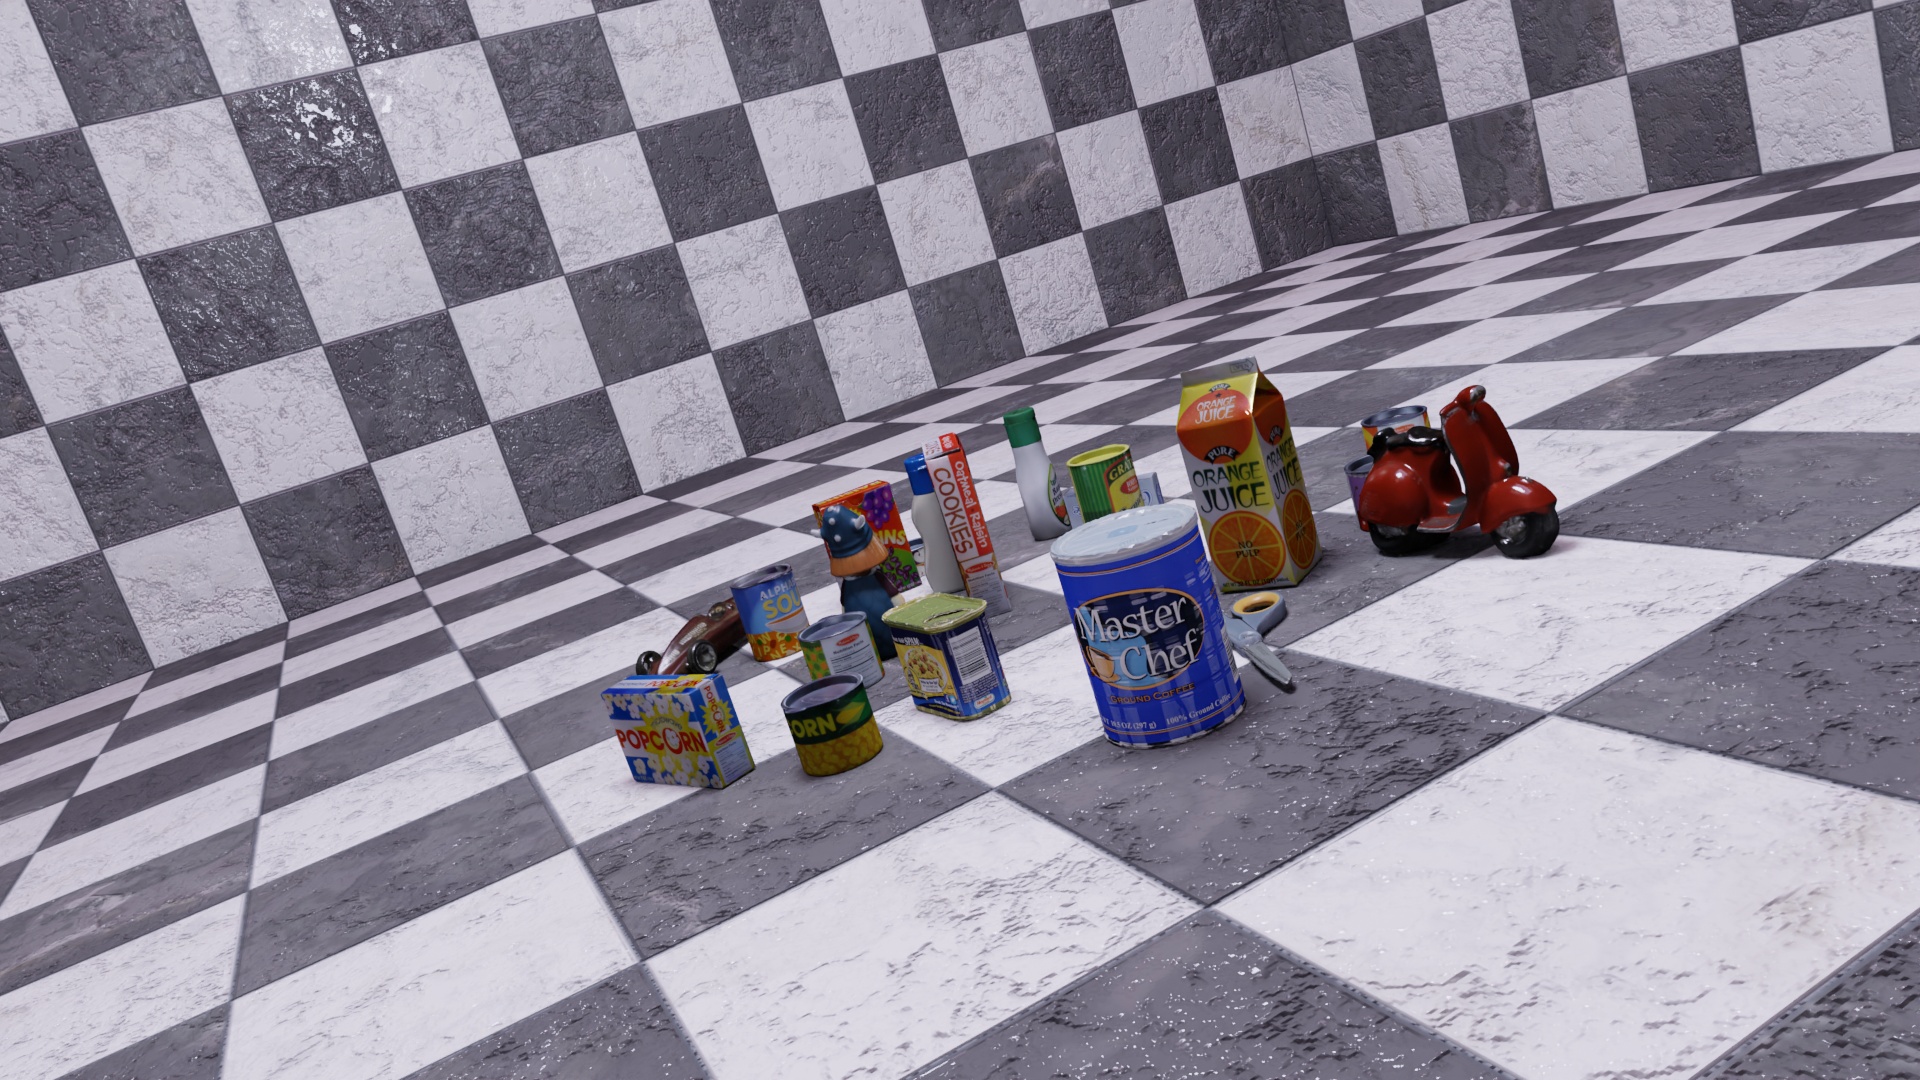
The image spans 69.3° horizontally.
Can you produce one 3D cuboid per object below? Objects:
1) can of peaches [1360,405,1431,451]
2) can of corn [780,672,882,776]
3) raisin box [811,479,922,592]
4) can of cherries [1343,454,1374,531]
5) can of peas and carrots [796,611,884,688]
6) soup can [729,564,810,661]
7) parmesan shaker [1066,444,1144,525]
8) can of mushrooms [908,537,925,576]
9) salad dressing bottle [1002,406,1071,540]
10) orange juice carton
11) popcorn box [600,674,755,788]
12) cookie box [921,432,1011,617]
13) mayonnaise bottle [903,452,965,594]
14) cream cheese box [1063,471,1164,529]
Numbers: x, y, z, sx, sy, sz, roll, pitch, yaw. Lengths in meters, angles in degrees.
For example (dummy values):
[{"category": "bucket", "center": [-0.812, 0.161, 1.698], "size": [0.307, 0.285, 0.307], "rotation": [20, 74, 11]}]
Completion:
[{"category": "can of peaches", "center": [0.443, -0.100, 1.402], "size": [0.071, 0.058, 0.071], "rotation": [-16, 12, 4]}, {"category": "can of corn", "center": [-0.101, 0.143, 1.076], "size": [0.071, 0.058, 0.071], "rotation": [-16, 12, 4]}, {"category": "raisin box", "center": [-0.103, 0.005, 1.528], "size": [0.086, 0.123, 0.040], "rotation": [-21, 13, -18]}, {"category": "can of cherries", "center": [0.385, -0.045, 1.244], "size": [0.071, 0.058, 0.071], "rotation": [-16, 12, 4]}, {"category": "can of peas and carrots", "center": [-0.109, 0.103, 1.260], "size": [0.071, 0.058, 0.071], "rotation": [-16, 12, 4]}, {"category": "soup can", "center": [-0.193, 0.074, 1.438], "size": [0.071, 0.083, 0.071], "rotation": [-16, 12, 4]}, {"category": "parmesan shaker", "center": [0.156, -0.041, 1.426], "size": [0.071, 0.103, 0.071], "rotation": [-16, 12, 4]}, {"category": "can of mushrooms", "center": [-0.060, 0.023, 1.601], "size": [0.071, 0.033, 0.071], "rotation": [-16, 12, 4]}, {"category": "salad dressing bottle", "center": [0.085, -0.076, 1.570], "size": [0.044, 0.147, 0.064], "rotation": [-13, 13, 21]}, {"category": "orange juice carton", "center": [0.242, -0.058, 1.181], "size": [0.071, 0.192, 0.073], "rotation": [-8, 15, 36]}, {"category": "popcorn box", "center": [-0.233, 0.155, 1.140], "size": [0.126, 0.085, 0.038], "rotation": [-6, 17, 42]}, {"category": "cookie box", "center": [0.005, -0.017, 1.377], "size": [0.040, 0.167, 0.123], "rotation": [-17, 12, 0]}, {"category": "mayonnaise bottle", "center": [-0.021, -0.019, 1.465], "size": [0.065, 0.147, 0.041], "rotation": [-17, 12, 1]}, {"category": "cream cheese box", "center": [0.169, -0.038, 1.511], "size": [0.103, 0.053, 0.024], "rotation": [-12, 13, 24]}]
